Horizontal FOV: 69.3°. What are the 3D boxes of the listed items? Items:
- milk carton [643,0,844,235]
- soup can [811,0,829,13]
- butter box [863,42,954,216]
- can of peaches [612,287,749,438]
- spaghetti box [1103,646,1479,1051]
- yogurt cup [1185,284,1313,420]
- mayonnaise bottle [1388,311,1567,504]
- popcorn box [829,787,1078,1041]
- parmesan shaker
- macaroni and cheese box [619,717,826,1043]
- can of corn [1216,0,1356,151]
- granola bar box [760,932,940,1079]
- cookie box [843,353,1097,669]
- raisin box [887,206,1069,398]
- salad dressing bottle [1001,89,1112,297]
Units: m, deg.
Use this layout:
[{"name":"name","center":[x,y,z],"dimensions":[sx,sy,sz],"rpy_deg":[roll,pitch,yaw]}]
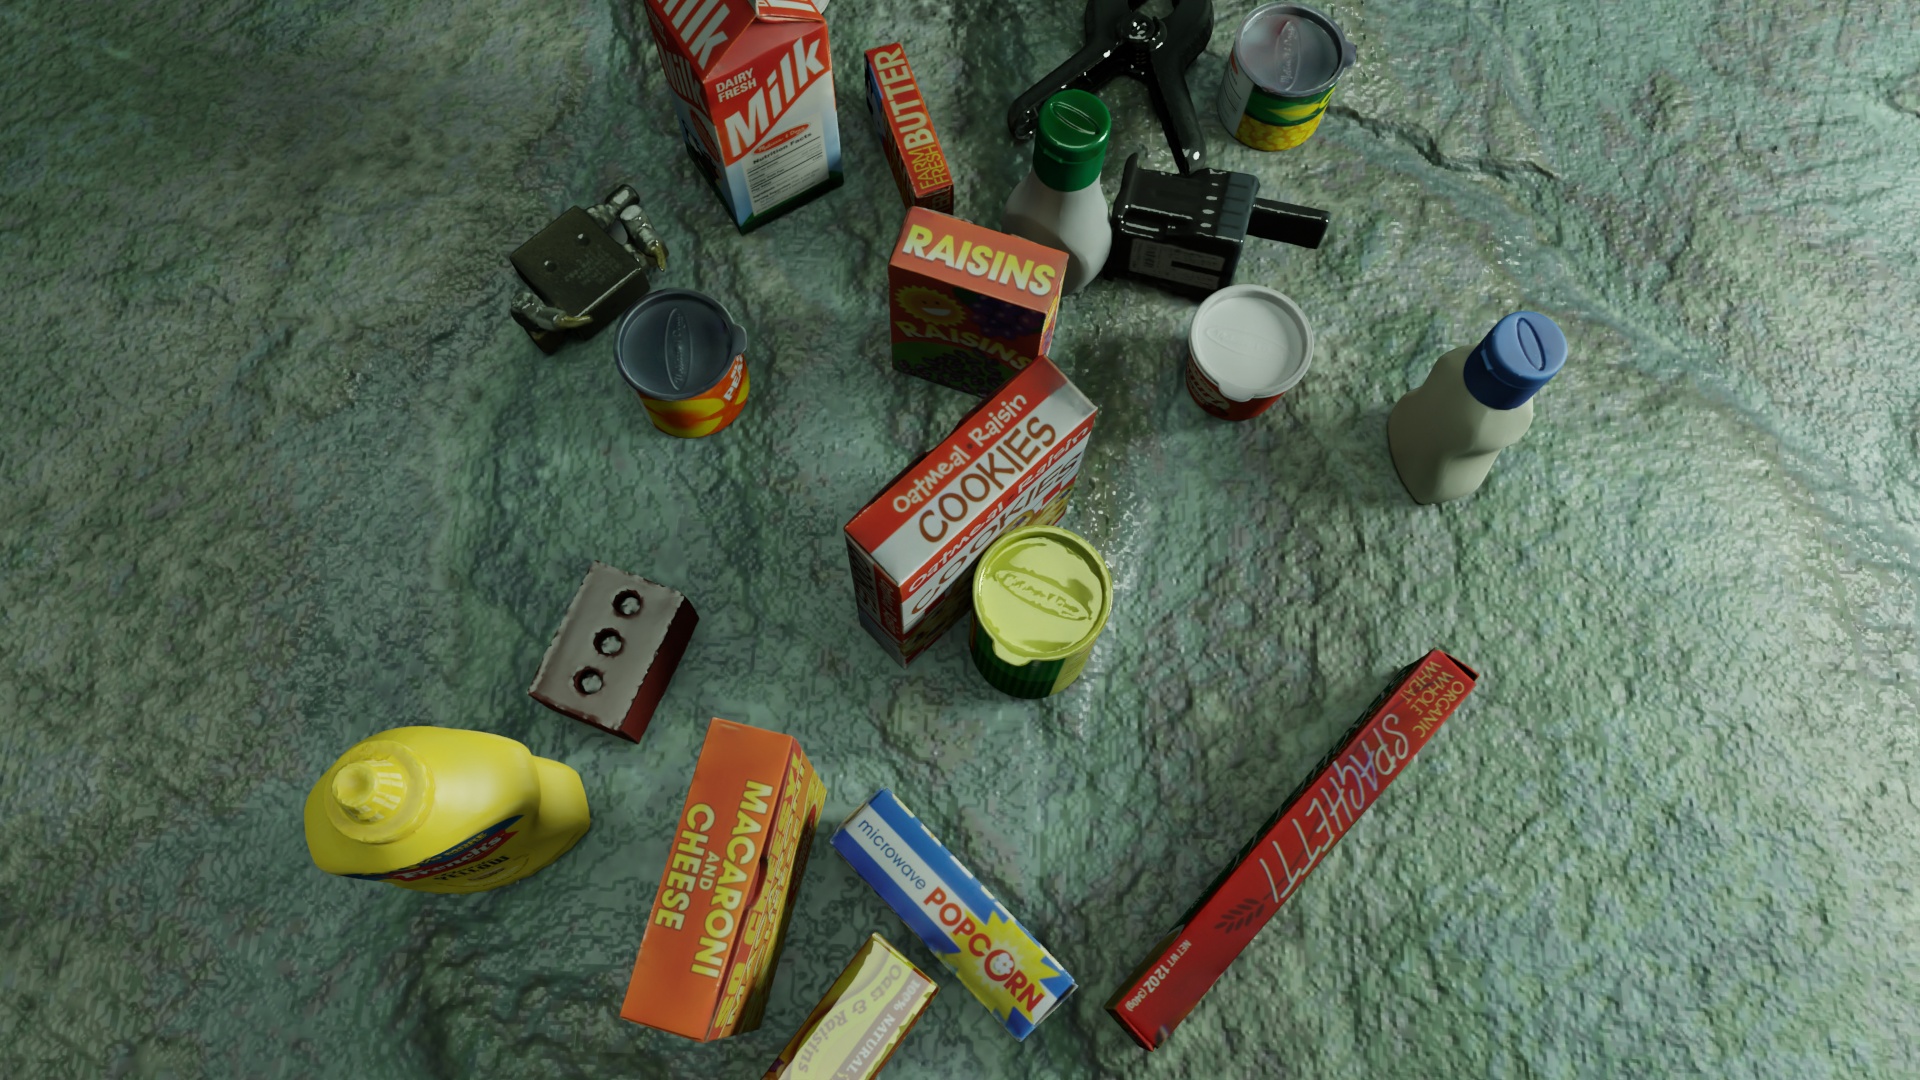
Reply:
[{"name":"milk carton","center":[-0.116,-0.254,0.747],"dimensions":[0.073,0.190,0.072],"rpy_deg":[-30,76,-10]},{"name":"soup can","center":[-0.115,-0.362,0.838],"dimensions":[0.071,0.083,0.071],"rpy_deg":[0,72,-1]},{"name":"butter box","center":[-0.030,-0.233,0.814],"dimensions":[0.024,0.053,0.104],"rpy_deg":[-17,73,-7]},{"name":"can of peaches","center":[-0.149,-0.096,0.764],"dimensions":[0.071,0.058,0.071],"rpy_deg":[0,72,-1]},{"name":"spaghetti box","center":[0.167,0.151,0.696],"dimensions":[0.029,0.050,0.251],"rpy_deg":[43,76,11]},{"name":"yogurt cup","center":[0.157,-0.102,0.776],"dimensions":[0.072,0.053,0.072],"rpy_deg":[0,72,-1]},{"name":"mayonnaise bottle","center":[0.265,-0.069,0.719],"dimensions":[0.041,0.147,0.065],"rpy_deg":[-12,73,-5]},{"name":"popcorn box","center":[-0.005,0.178,0.664],"dimensions":[0.038,0.085,0.127],"rpy_deg":[-43,78,-13]},{"name":"parmesan shaker","center":[0.036,0.041,0.701],"dimensions":[0.071,0.102,0.071],"rpy_deg":[0,72,-1]},{"name":"macaroni and cheese box","center":[-0.099,0.156,0.626],"dimensions":[0.040,0.166,0.124],"rpy_deg":[14,73,3]},{"name":"can of corn","center":[0.194,-0.276,0.832],"dimensions":[0.071,0.058,0.071],"rpy_deg":[0,72,-1]},{"name":"granola bar box","center":[-0.073,0.255,0.617],"dimensions":[0.039,0.124,0.166],"rpy_deg":[37,75,10]},{"name":"cookie box","center":[0.002,-0.009,0.682],"dimensions":[0.123,0.167,0.040],"rpy_deg":[-43,78,-13]},{"name":"raisin box","center":[0.008,-0.121,0.742],"dimensions":[0.086,0.123,0.040],"rpy_deg":[19,73,4]},{"name":"salad dressing bottle","center":[0.055,-0.184,0.751],"dimensions":[0.064,0.147,0.044],"rpy_deg":[34,75,9]}]
